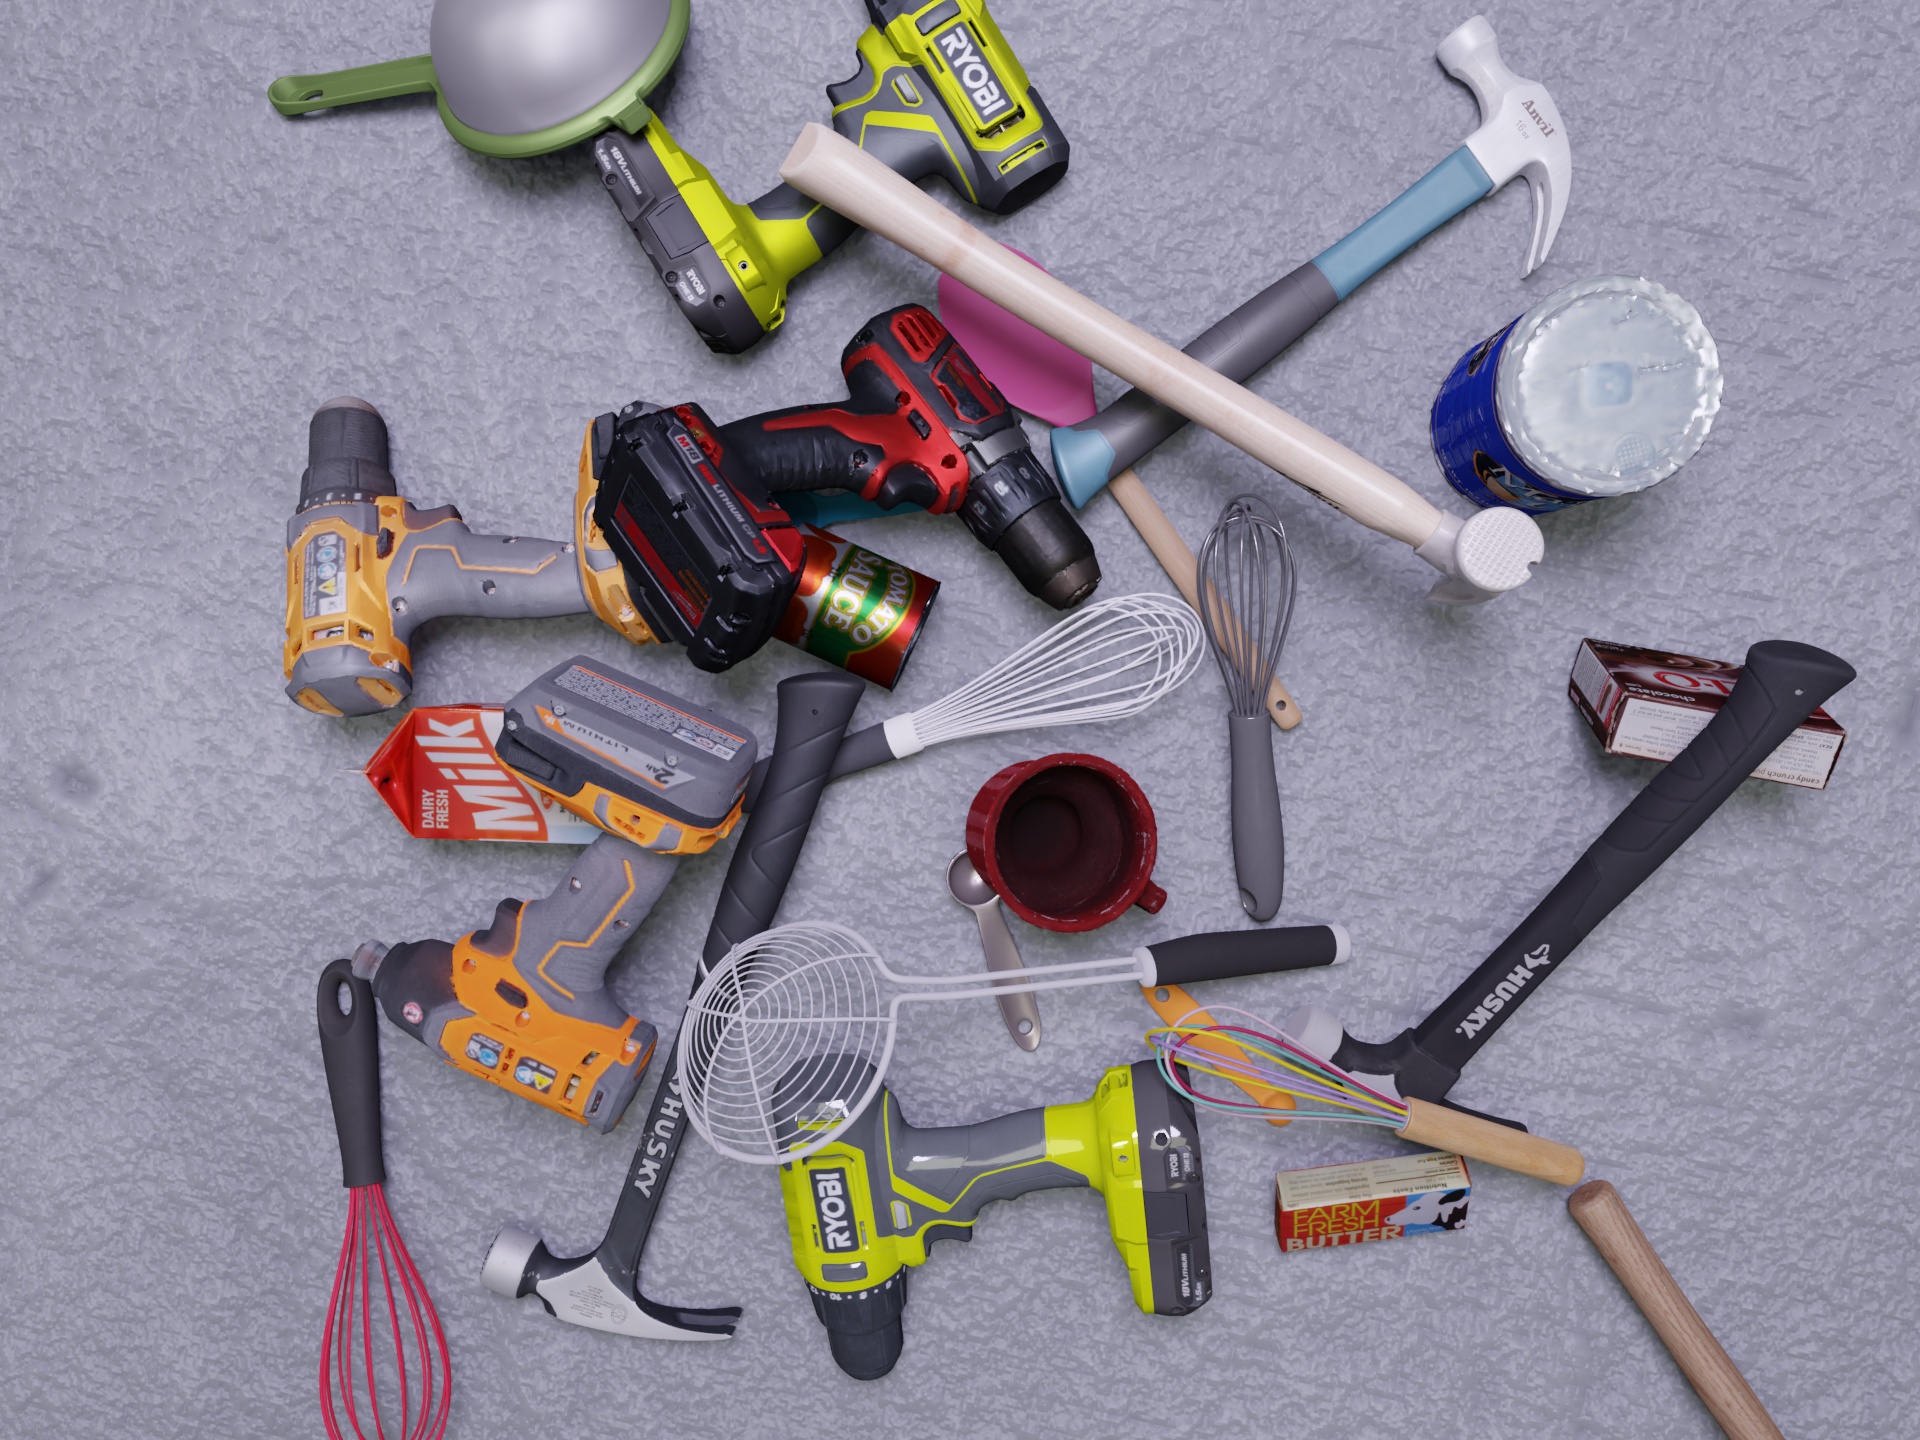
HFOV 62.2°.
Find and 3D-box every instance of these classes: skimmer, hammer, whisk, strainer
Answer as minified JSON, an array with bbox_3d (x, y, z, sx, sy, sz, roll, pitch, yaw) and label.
[{"bbox_3d":[0.034,0.153,0.849,0.363,0.090,0.127,-3,50,-19],"label":"skimmer"},{"bbox_3d":[0.092,-0.177,0.795,0.410,0.146,0.038,32,94,5],"label":"hammer"},{"bbox_3d":[-0.001,-0.002,0.878,0.284,0.070,0.070,-20,91,10],"label":"whisk"},{"bbox_3d":[-0.273,-0.370,0.847,0.256,0.069,0.152,-3,63,16],"label":"strainer"},{"bbox_3d":[0.434,0.396,0.848,0.031,0.130,0.331,-35,82,9],"label":"hammer"},{"bbox_3d":[-0.136,0.162,0.882,0.149,0.036,0.409,21,100,1],"label":"hammer"},{"bbox_3d":[0.212,0.200,0.828,0.245,0.051,0.047,18,122,-5],"label":"whisk"},{"bbox_3d":[-0.339,0.285,0.913,0.073,0.073,0.296,-9,85,4],"label":"whisk"},{"bbox_3d":[0.183,-0.228,0.854,0.331,0.033,0.128,-37,90,1],"label":"hammer"},{"bbox_3d":[0.158,-0.002,0.855,0.055,0.055,0.239,-5,106,4],"label":"whisk"},{"bbox_3d":[0.323,0.094,0.814,0.146,0.035,0.334,33,114,-5],"label":"hammer"}]

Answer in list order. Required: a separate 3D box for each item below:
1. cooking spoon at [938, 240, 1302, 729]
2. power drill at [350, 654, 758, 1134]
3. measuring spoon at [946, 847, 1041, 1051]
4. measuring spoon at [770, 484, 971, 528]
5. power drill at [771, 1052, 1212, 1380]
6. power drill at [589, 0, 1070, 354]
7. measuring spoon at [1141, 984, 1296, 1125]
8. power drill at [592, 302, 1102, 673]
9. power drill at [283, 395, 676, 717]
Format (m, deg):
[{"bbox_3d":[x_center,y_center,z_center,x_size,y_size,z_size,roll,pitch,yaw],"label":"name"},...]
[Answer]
[{"bbox_3d":[0.093,-0.127,0.881,0.069,0.017,0.319,-35,90,0],"label":"cooking spoon"},{"bbox_3d":[-0.212,0.087,0.813,0.164,0.084,0.226,24,107,0],"label":"power drill"},{"bbox_3d":[0.021,0.129,0.903,0.034,0.018,0.124,-19,98,-10],"label":"measuring spoon"},{"bbox_3d":[-0.057,-0.126,0.893,0.128,0.021,0.042,-10,127,-4],"label":"measuring spoon"},{"bbox_3d":[0.018,0.272,0.870,0.228,0.080,0.190,-6,108,5],"label":"power drill"},{"bbox_3d":[-0.077,-0.316,0.857,0.223,0.080,0.171,-31,90,1],"label":"power drill"},{"bbox_3d":[0.145,0.185,0.896,0.117,0.011,0.021,44,95,1],"label":"measuring spoon"},{"bbox_3d":[-0.047,-0.106,0.807,0.226,0.080,0.188,-30,79,-35],"label":"power drill"},{"bbox_3d":[-0.256,-0.109,0.864,0.226,0.084,0.185,-11,67,3],"label":"power drill"}]
